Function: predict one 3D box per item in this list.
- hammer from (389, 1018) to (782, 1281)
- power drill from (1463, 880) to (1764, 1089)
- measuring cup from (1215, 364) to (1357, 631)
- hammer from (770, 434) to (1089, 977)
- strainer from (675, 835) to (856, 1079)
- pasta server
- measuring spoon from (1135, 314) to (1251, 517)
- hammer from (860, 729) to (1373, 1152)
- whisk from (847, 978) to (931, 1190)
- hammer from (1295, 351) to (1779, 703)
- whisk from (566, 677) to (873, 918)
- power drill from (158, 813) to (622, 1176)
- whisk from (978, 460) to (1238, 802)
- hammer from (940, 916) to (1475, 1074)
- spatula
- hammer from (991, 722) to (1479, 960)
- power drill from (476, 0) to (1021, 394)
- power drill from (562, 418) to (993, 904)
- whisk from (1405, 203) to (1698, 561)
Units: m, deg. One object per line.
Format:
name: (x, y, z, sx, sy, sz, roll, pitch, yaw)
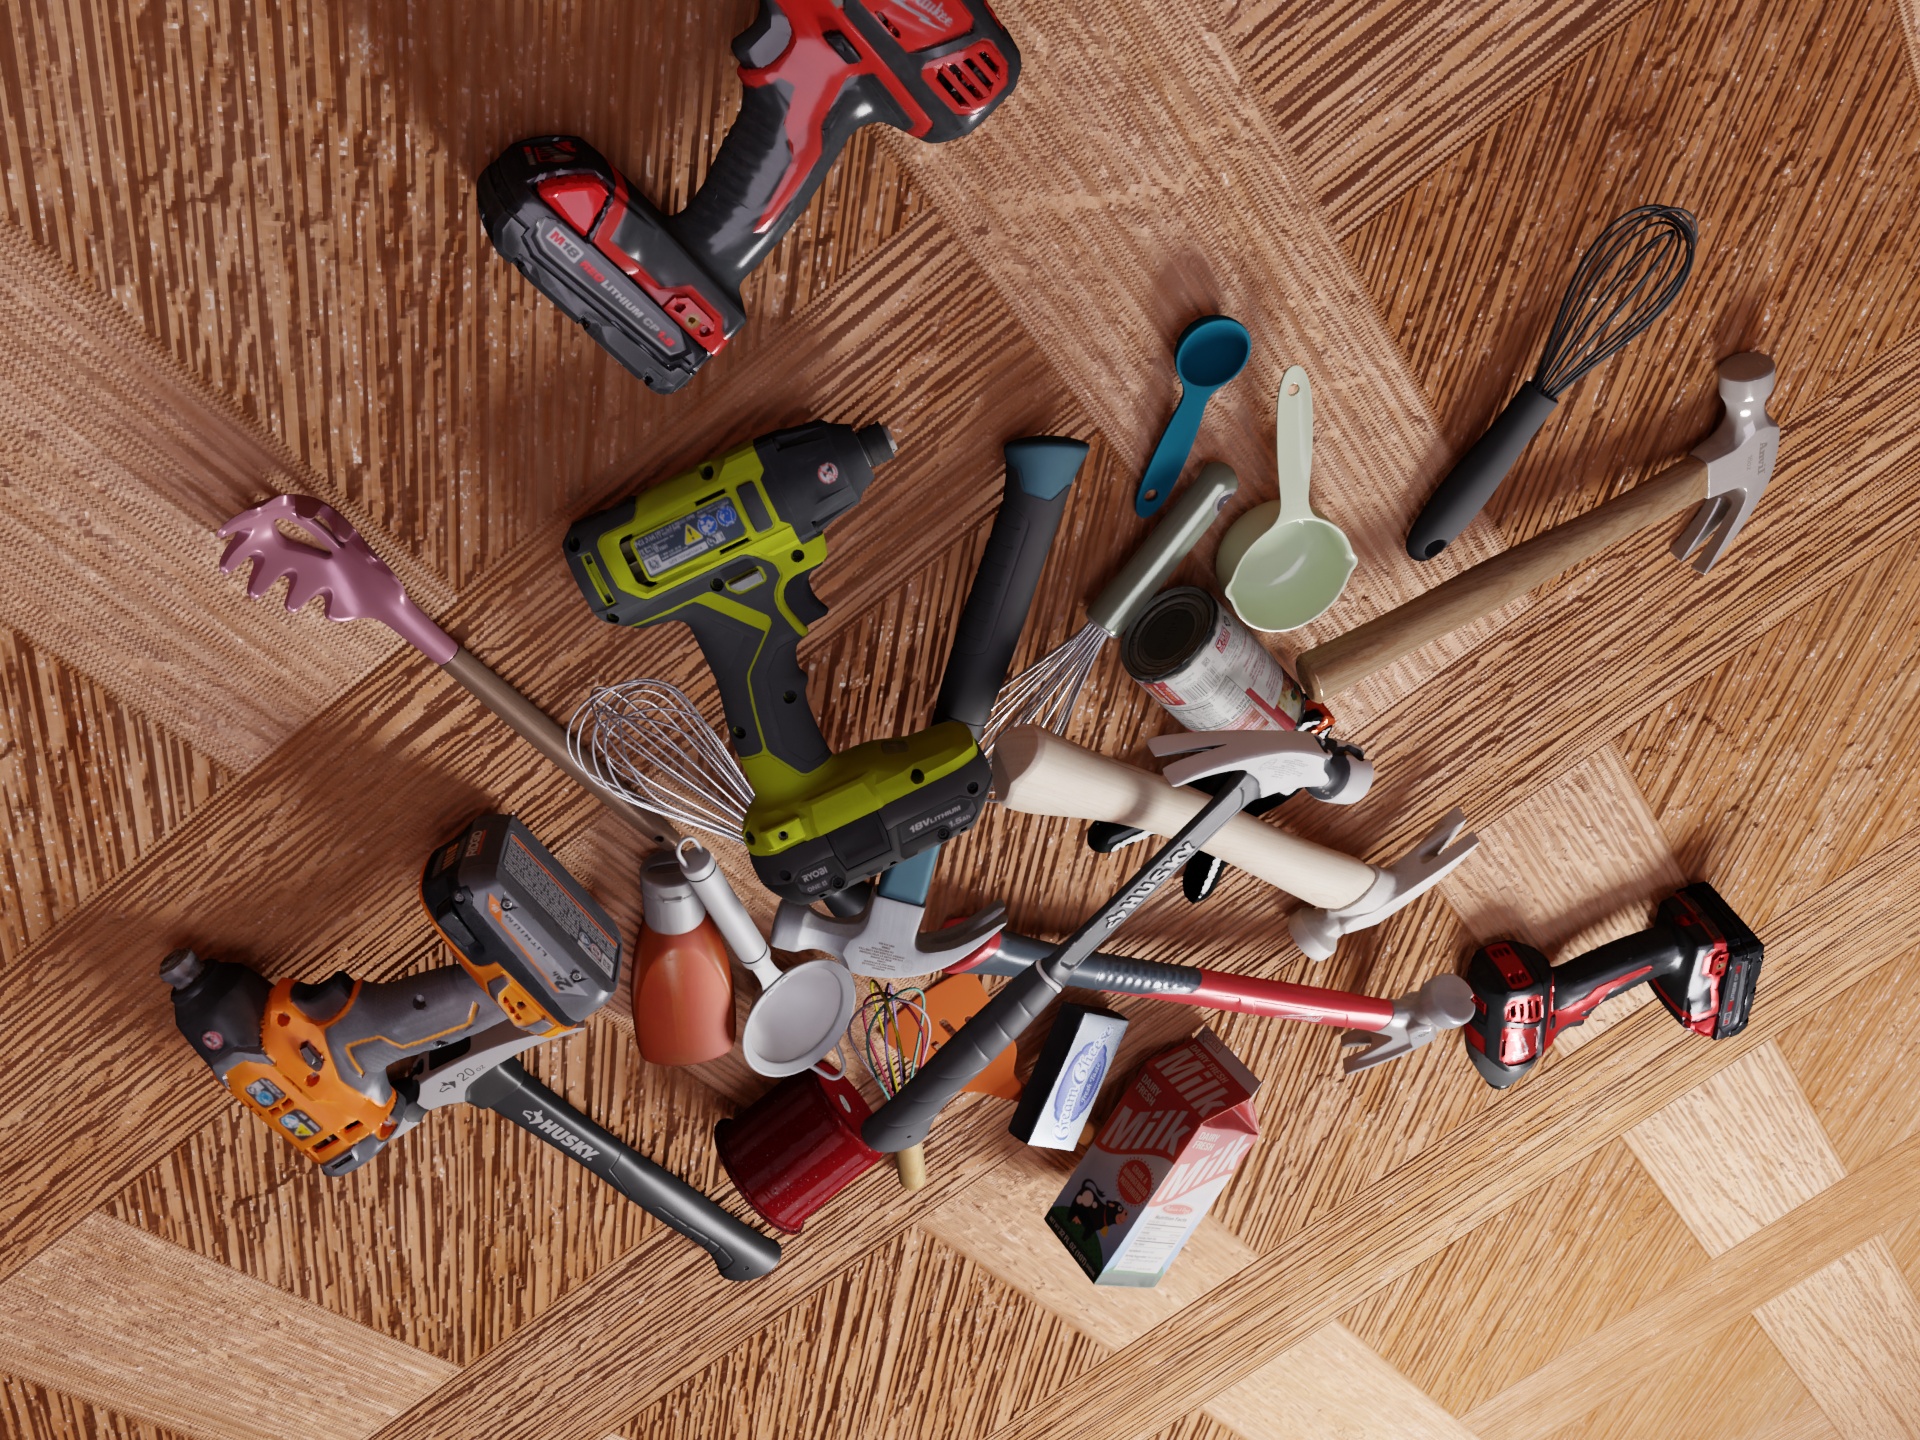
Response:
hammer: (-0.226, 0.299, 1.077, 0.146, 0.035, 0.334, -34, 129, 8)
power drill: (0.500, 0.216, 1.244, 0.219, 0.079, 0.143, -15, 128, -5)
measuring cup: (0.182, -0.129, 0.904, 0.083, 0.038, 0.167, -14, 126, -9)
hammer: (-0.001, -0.003, 0.891, 0.128, 0.033, 0.331, 16, 107, -9)
strainer: (-0.124, 0.145, 0.975, 0.087, 0.050, 0.258, -41, 142, -18)
pasta server: (-0.252, -0.014, 0.838, 0.060, 0.040, 0.315, -27, 131, 17)
measuring spoon: (0.119, -0.168, 0.871, 0.042, 0.021, 0.128, 2, 133, -21)
hammer: (0.061, 0.142, 0.945, 0.149, 0.036, 0.408, 10, 132, -41)
whisk: (-0.042, 0.255, 1.099, 0.051, 0.047, 0.244, -44, 148, -32)
hammer: (0.355, -0.097, 0.976, 0.331, 0.031, 0.129, -28, 130, -4)
whisk: (-0.121, 0.063, 0.931, 0.070, 0.070, 0.284, -37, 133, 9)
power drill: (-0.326, 0.149, 0.901, 0.226, 0.084, 0.164, -32, 116, 10)
whisk: (0.077, -0.050, 0.924, 0.246, 0.059, 0.057, -51, 161, 15)
hammer: (0.160, 0.192, 1.118, 0.386, 0.038, 0.143, 12, 148, -19)
spatula: (0.067, 0.283, 1.176, 0.081, 0.041, 0.322, -38, 132, 11)
hammer: (0.171, 0.064, 0.973, 0.146, 0.038, 0.410, -42, 141, 24)
power drill: (-0.105, -0.274, 0.675, 0.226, 0.080, 0.187, -42, 127, 9)
power drill: (-0.078, -0.034, 0.822, 0.171, 0.080, 0.223, -25, 105, 1)
whisk: (0.330, -0.187, 0.908, 0.055, 0.055, 0.239, 16, 123, -28)
